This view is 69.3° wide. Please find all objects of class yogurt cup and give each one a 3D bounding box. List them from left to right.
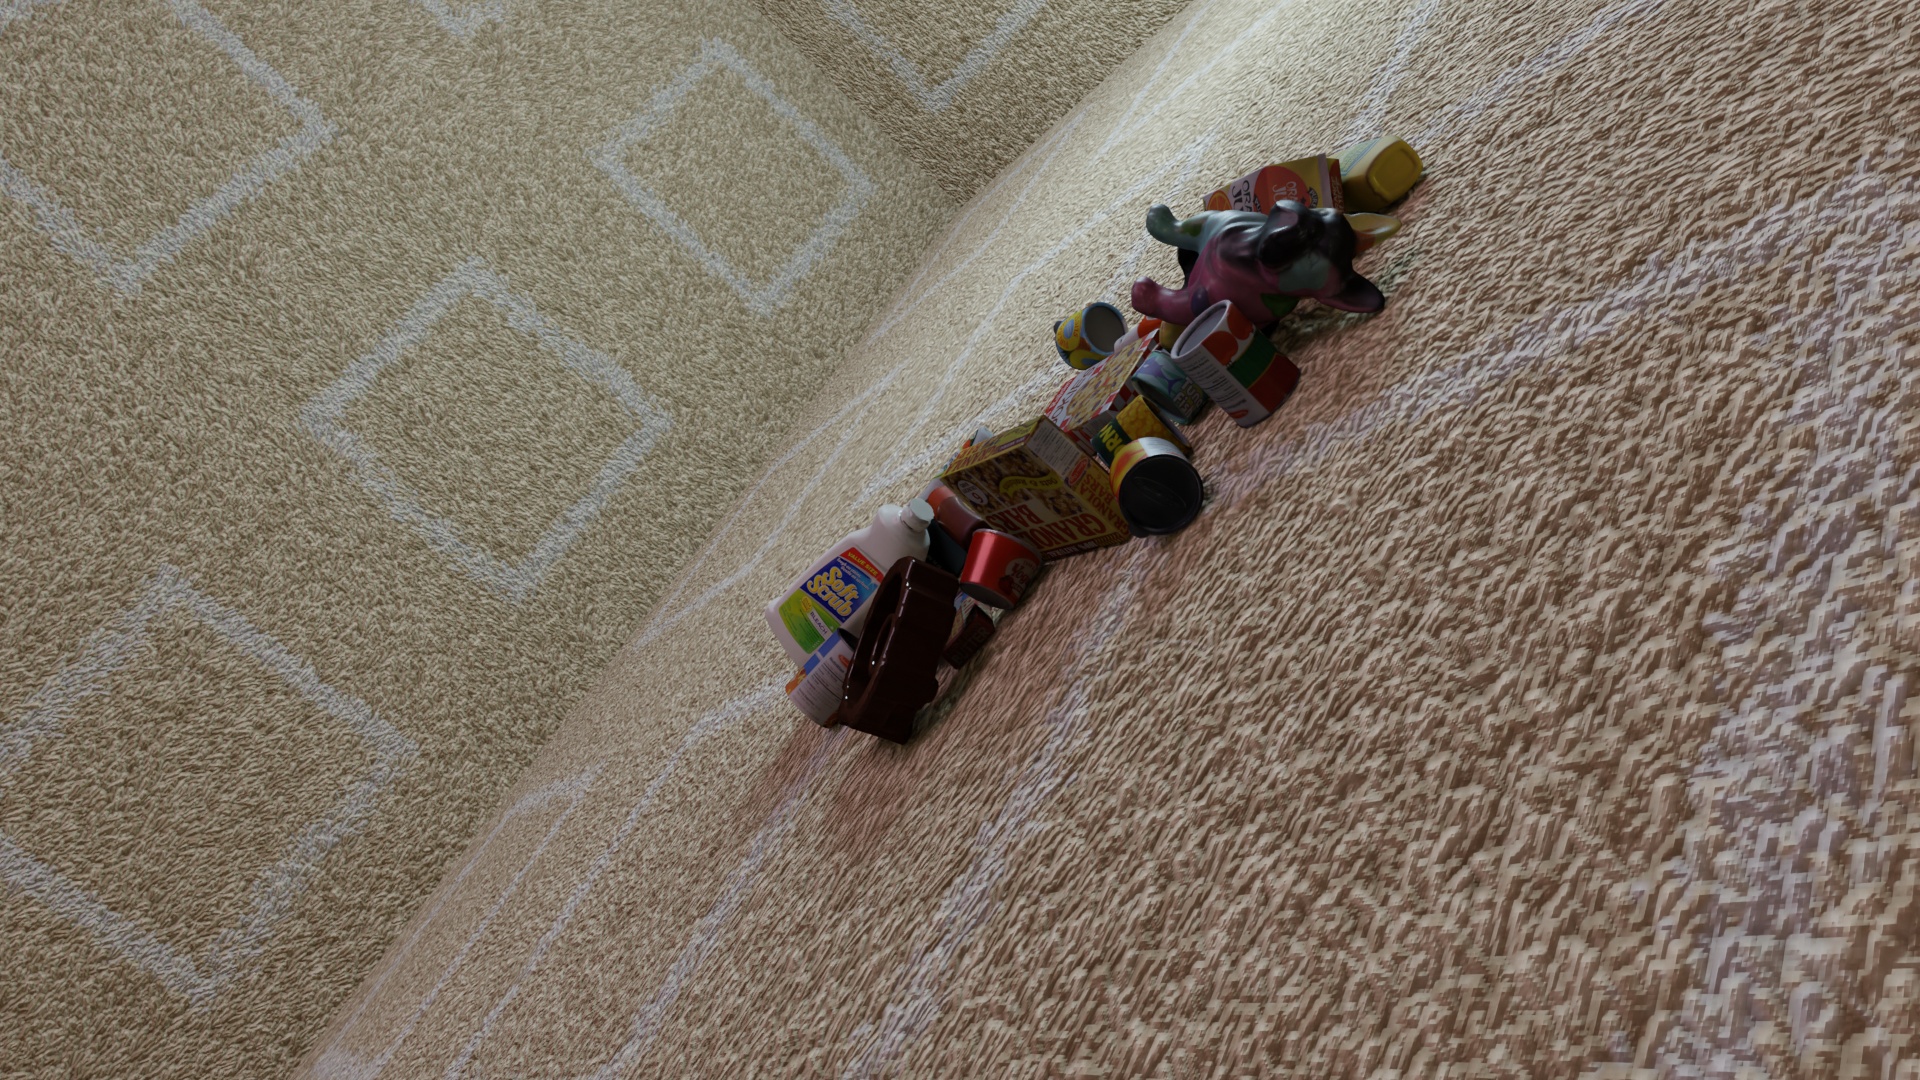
[{"bbox_3d":[0.034,0.028,1.259,0.072,0.072,0.054,-16,47,64],"label":"yogurt cup"}]

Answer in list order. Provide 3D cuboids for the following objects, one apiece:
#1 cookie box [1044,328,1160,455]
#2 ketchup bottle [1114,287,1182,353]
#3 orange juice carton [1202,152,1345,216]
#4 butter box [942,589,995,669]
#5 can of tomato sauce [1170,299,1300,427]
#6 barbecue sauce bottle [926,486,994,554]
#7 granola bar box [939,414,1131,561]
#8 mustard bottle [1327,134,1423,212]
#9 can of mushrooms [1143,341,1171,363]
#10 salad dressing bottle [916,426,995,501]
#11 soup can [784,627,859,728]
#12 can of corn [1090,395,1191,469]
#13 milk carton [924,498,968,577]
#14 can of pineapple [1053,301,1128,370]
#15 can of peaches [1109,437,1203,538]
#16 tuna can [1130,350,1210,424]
[{"bbox_3d":[0.139,-0.138,1.428,0.167,0.040,0.123,-25,27,57],"label":"cookie box"},{"bbox_3d":[0.219,-0.225,1.419,0.148,0.043,0.065,-34,20,45],"label":"ketchup bottle"},{"bbox_3d":[0.293,-0.300,1.268,0.073,0.071,0.192,-9,5,-12],"label":"orange juice carton"},{"bbox_3d":[0.004,0.078,1.297,0.053,0.024,0.104,-46,14,11],"label":"butter box"},{"bbox_3d":[0.222,-0.144,1.120,0.071,0.083,0.071,-45,15,16],"label":"can of tomato sauce"},{"bbox_3d":[0.005,-0.018,1.406,0.043,0.065,0.149,-52,27,2],"label":"barbecue sauce bottle"},{"bbox_3d":[0.069,-0.041,1.215,0.039,0.124,0.165,-54,15,-22],"label":"granola bar box"},{"bbox_3d":[0.362,-0.333,1.274,0.065,0.049,0.160,-45,15,1],"label":"mustard bottle"},{"bbox_3d":[0.208,-0.174,1.338,0.071,0.033,0.071,-43,15,15],"label":"can of mushrooms"},{"bbox_3d":[-0.011,-0.061,1.557,0.147,0.044,0.064,-46,11,10],"label":"salad dressing bottle"},{"bbox_3d":[-0.130,0.142,1.435,0.083,0.071,0.071,-47,14,5],"label":"soup can"},{"bbox_3d":[0.154,-0.082,1.187,0.058,0.071,0.071,-44,15,16],"label":"can of corn"},{"bbox_3d":[-0.073,0.033,1.539,0.189,0.072,0.074,-34,19,42],"label":"milk carton"},{"bbox_3d":[0.150,-0.235,1.595,0.071,0.071,0.057,-55,16,-25],"label":"can of pineapple"},{"bbox_3d":[0.152,-0.042,1.094,0.071,0.071,0.058,-45,14,12],"label":"can of peaches"},{"bbox_3d":[0.188,-0.135,1.234,0.033,0.071,0.071,-51,14,-5],"label":"tuna can"}]
